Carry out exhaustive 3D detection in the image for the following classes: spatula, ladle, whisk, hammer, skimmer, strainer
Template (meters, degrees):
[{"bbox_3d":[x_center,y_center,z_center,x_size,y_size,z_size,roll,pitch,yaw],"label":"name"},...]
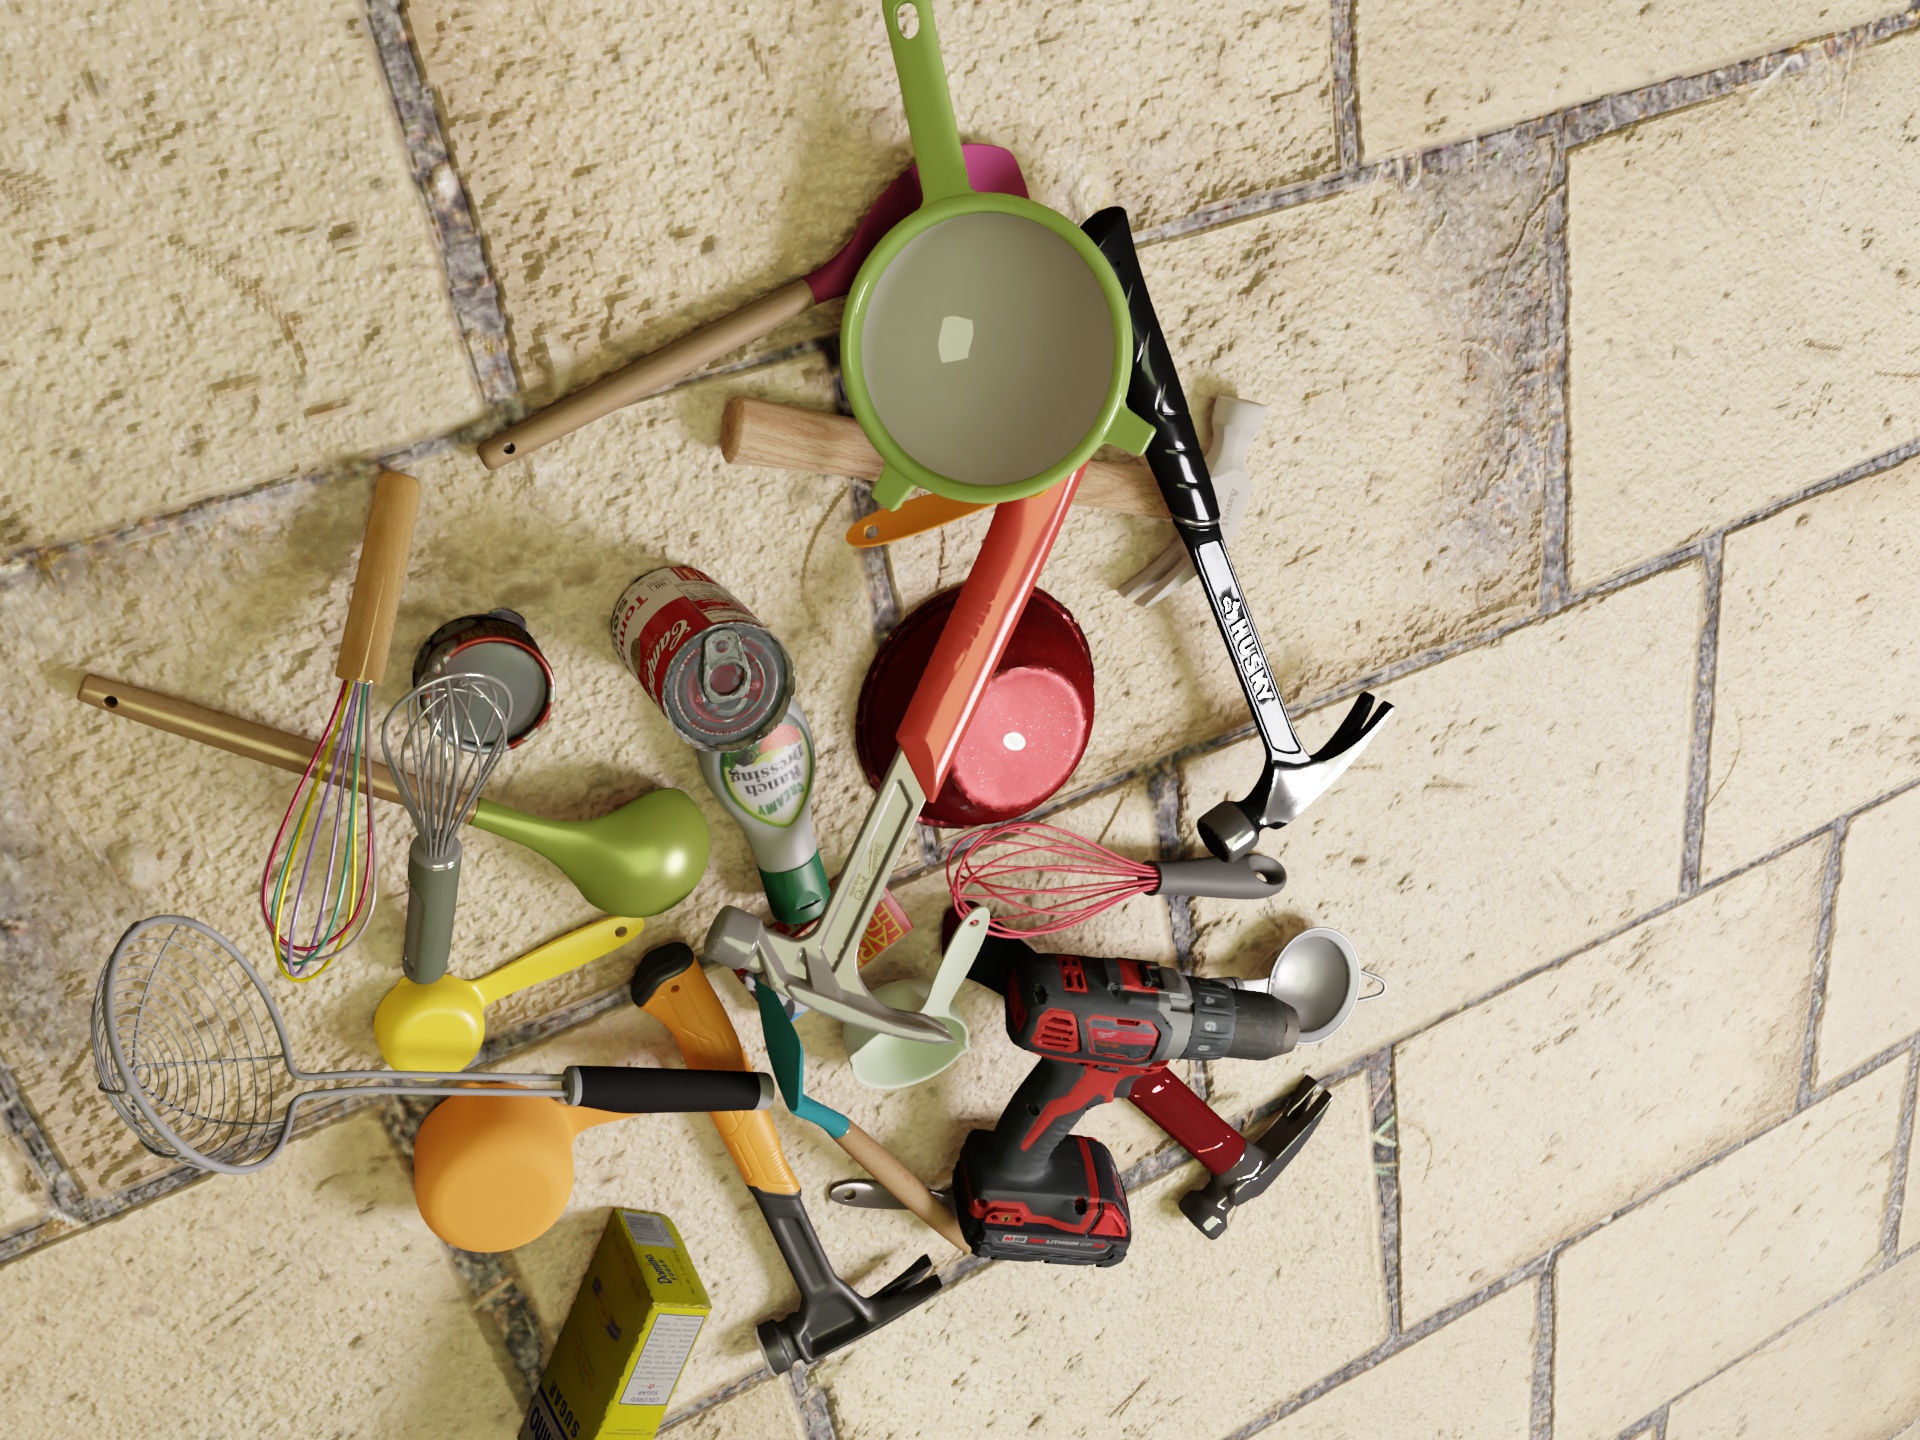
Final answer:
[{"bbox_3d":[-0.054,0.258,0.988,0.044,0.082,0.317,-38,132,-3],"label":"spatula"},{"bbox_3d":[-0.275,0.032,0.812,0.320,0.062,0.078,22,105,-26],"label":"ladle"},{"bbox_3d":[-0.289,0.003,0.756,0.047,0.051,0.245,13,86,-45],"label":"whisk"},{"bbox_3d":[-0.117,0.270,0.992,0.127,0.034,0.336,-24,120,-9],"label":"hammer"},{"bbox_3d":[-0.254,0.058,0.770,0.059,0.058,0.246,-15,147,-32],"label":"whisk"},{"bbox_3d":[0.025,-0.138,0.896,0.331,0.031,0.130,3,109,-29],"label":"hammer"},{"bbox_3d":[0.123,0.225,1.102,0.143,0.038,0.385,-47,125,-4],"label":"hammer"},{"bbox_3d":[0.108,0.103,1.023,0.295,0.073,0.073,3,110,-38],"label":"whisk"},{"bbox_3d":[-0.246,0.171,0.814,0.363,0.127,0.090,11,133,-34],"label":"skimmer"},{"bbox_3d":[0.007,-0.240,0.806,0.151,0.069,0.256,-10,98,20],"label":"strainer"},{"bbox_3d":[-0.001,-0.003,0.873,0.149,0.037,0.359,24,93,-15],"label":"hammer"},{"bbox_3d":[0.193,0.185,1.105,0.258,0.050,0.087,4,95,-36],"label":"strainer"},{"bbox_3d":[0.149,-0.105,0.934,0.149,0.036,0.408,-34,122,-13],"label":"hammer"}]

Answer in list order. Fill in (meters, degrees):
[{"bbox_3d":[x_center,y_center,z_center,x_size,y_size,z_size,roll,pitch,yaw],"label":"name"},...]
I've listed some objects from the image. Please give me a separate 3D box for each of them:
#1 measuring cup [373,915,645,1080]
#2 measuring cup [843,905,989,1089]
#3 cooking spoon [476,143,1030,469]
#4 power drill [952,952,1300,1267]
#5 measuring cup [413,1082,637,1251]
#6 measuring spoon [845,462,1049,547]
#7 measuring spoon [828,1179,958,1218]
[{"bbox_3d":[-0.244,0.149,0.877,0.156,0.029,0.062,-25,121,-14],"label":"measuring cup"},{"bbox_3d":[-0.021,0.160,0.968,0.083,0.038,0.167,2,130,-29],"label":"measuring cup"},{"bbox_3d":[-0.100,-0.207,0.807,0.319,0.017,0.068,-31,121,-14],"label":"cooking spoon"},{"bbox_3d":[0.101,0.248,1.025,0.187,0.080,0.226,9,121,-14],"label":"power drill"},{"bbox_3d":[-0.222,0.243,0.899,0.173,0.052,0.095,-17,118,-7],"label":"measuring cup"},{"bbox_3d":[-0.006,-0.112,0.844,0.117,0.021,0.011,-15,159,15],"label":"measuring spoon"},{"bbox_3d":[-0.033,0.327,1.075,0.124,0.018,0.034,16,103,-32],"label":"measuring spoon"}]
